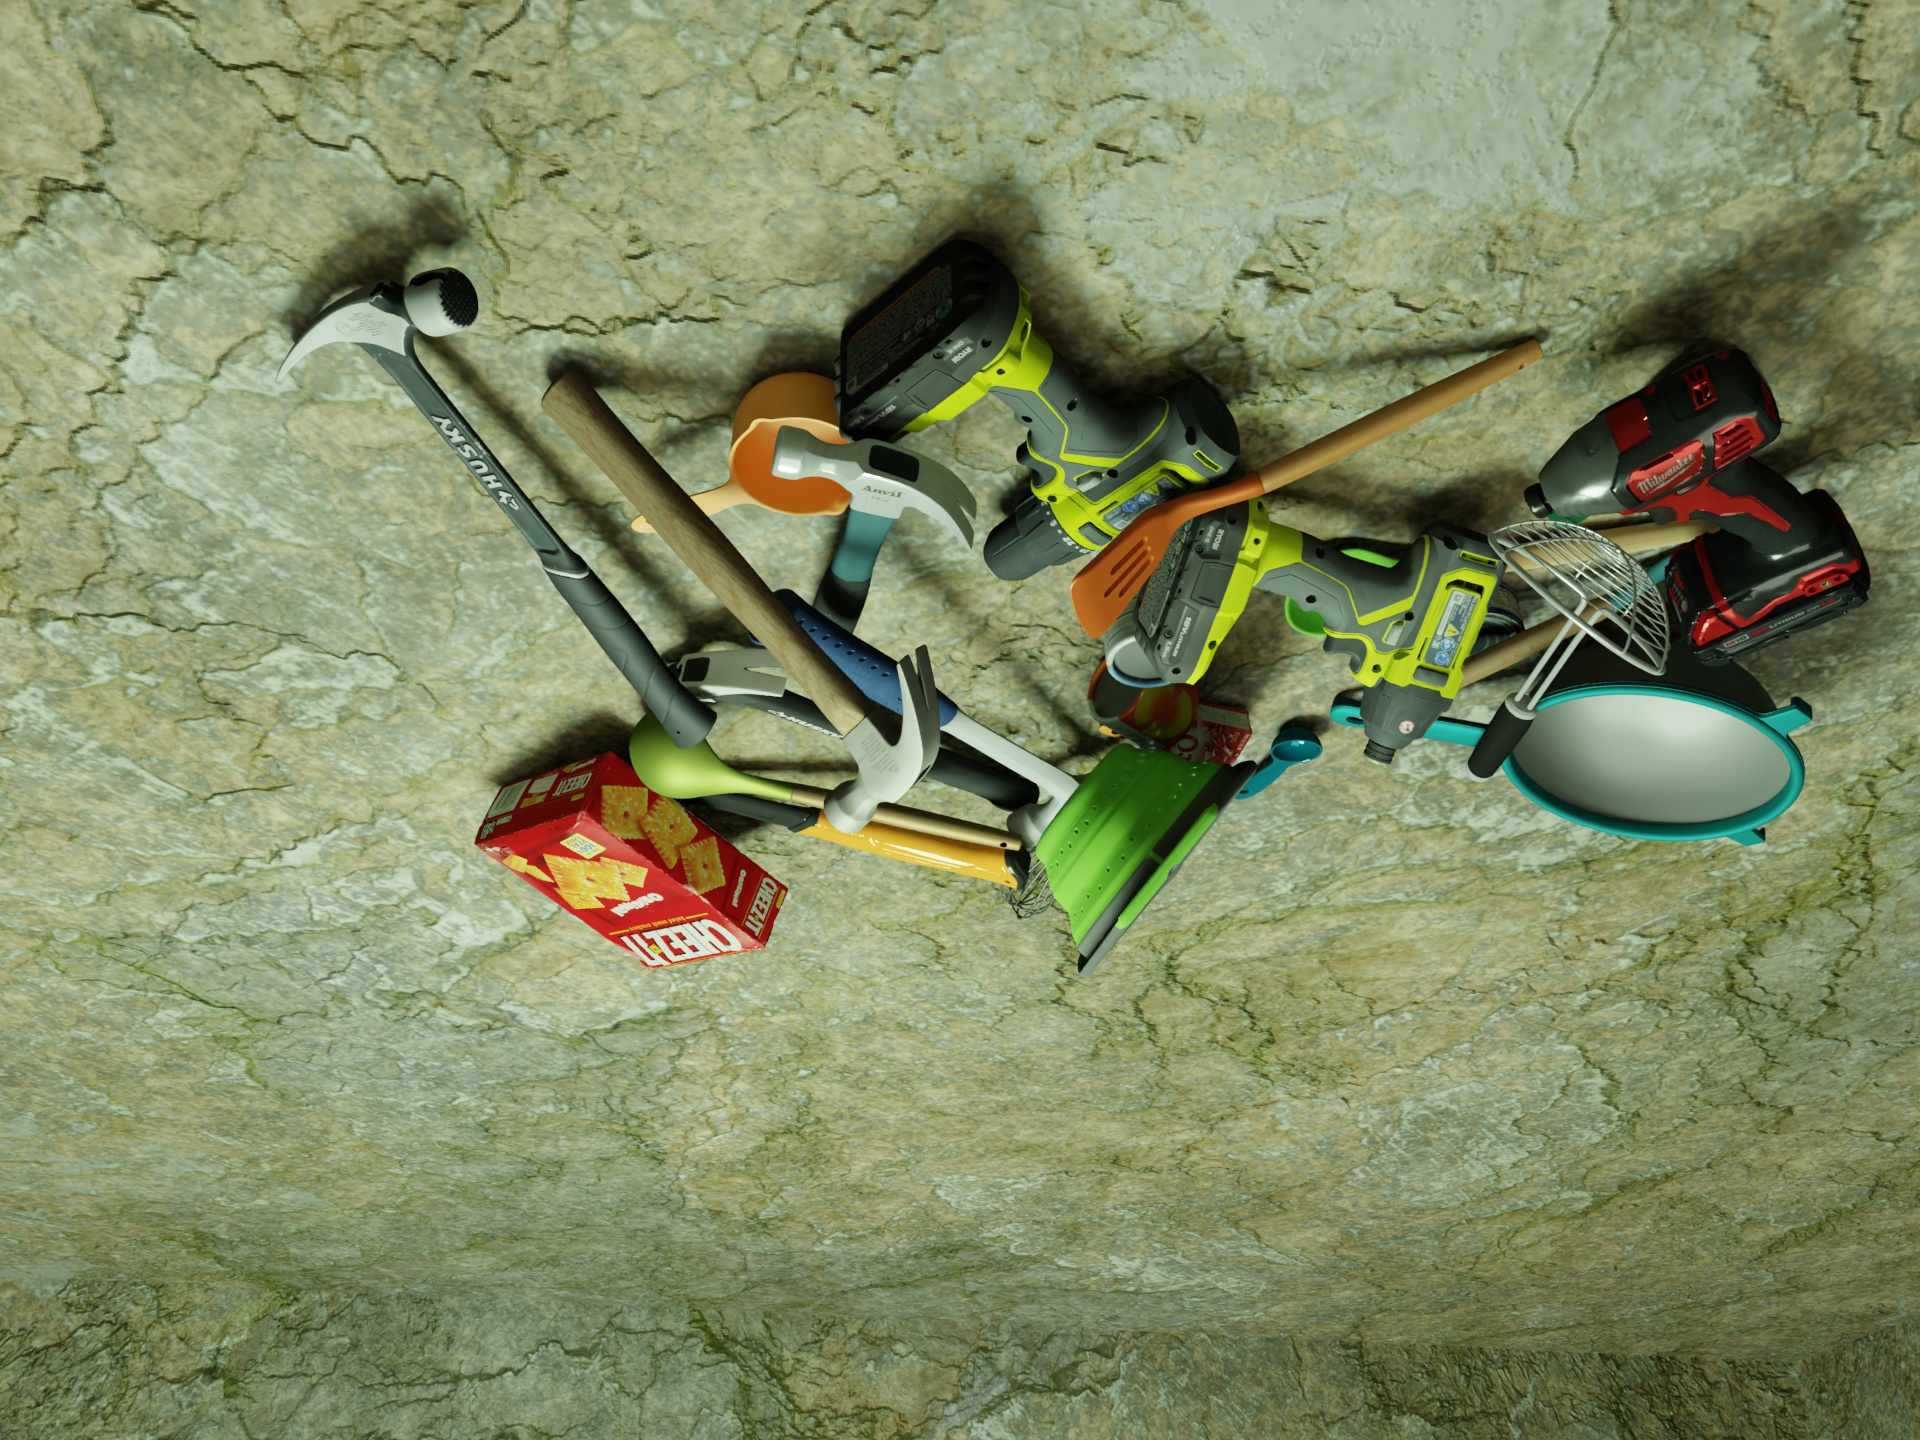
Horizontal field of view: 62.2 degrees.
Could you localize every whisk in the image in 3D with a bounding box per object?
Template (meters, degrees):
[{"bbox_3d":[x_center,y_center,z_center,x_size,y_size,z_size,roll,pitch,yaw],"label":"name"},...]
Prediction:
[{"bbox_3d":[0.096,0.104,1.412,0.055,0.055,0.238,13,138,-19],"label":"whisk"}]

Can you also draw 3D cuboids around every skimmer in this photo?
[{"bbox_3d":[0.371,-0.018,1.059,0.090,0.127,0.363,-40,160,-14],"label":"skimmer"}]

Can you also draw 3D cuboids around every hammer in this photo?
[{"bbox_3d":[-0.002,-0.004,1.167,0.144,0.035,0.405,-34,144,20],"label":"hammer"},{"bbox_3d":[-0.076,-0.096,1.055,0.128,0.033,0.331,11,160,-9],"label":"hammer"},{"bbox_3d":[-0.137,-0.085,0.979,0.331,0.031,0.130,48,128,-1],"label":"hammer"},{"bbox_3d":[-0.066,0.013,1.258,0.334,0.035,0.146,22,162,-35],"label":"hammer"},{"bbox_3d":[-0.107,0.093,1.334,0.337,0.034,0.127,12,145,6],"label":"hammer"},{"bbox_3d":[-0.275,-0.114,1.042,0.149,0.036,0.408,-4,139,25],"label":"hammer"}]

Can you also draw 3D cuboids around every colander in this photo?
[{"bbox_3d":[0.134,0.094,1.270,0.094,0.204,0.397,39,180,10],"label":"colander"}]

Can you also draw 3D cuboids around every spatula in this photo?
[{"bbox_3d":[0.443,-0.063,1.131,0.317,0.044,0.082,-26,153,6],"label":"spatula"},{"bbox_3d":[0.209,-0.149,0.972,0.322,0.041,0.081,-26,153,4],"label":"spatula"}]

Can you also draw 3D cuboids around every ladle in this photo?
[{"bbox_3d":[-0.106,0.054,1.265,0.320,0.062,0.078,13,128,-5],"label":"ladle"}]

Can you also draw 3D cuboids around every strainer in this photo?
[{"bbox_3d":[0.464,-0.010,1.228,0.340,0.095,0.210,10,150,22],"label":"strainer"}]

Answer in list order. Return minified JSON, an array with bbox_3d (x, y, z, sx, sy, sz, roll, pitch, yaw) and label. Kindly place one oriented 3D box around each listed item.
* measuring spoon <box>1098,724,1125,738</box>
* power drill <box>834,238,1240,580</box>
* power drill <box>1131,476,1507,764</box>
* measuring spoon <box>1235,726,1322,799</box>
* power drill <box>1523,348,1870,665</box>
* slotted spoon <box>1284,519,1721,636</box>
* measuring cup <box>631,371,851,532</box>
[{"bbox_3d":[0.169,0.017,1.312,0.117,0.011,0.021,9,144,-14],"label":"measuring spoon"},{"bbox_3d":[0.033,-0.175,0.982,0.190,0.080,0.228,-30,138,35],"label":"power drill"},{"bbox_3d":[0.239,-0.067,1.078,0.223,0.080,0.171,14,109,-11],"label":"power drill"},{"bbox_3d":[0.262,0.035,1.341,0.042,0.021,0.128,11,153,-15],"label":"measuring spoon"},{"bbox_3d":[0.455,-0.126,0.981,0.143,0.079,0.219,-29,136,34],"label":"power drill"},{"bbox_3d":[0.384,-0.112,1.117,0.314,0.031,0.070,-9,127,9],"label":"slotted spoon"},{"bbox_3d":[-0.137,-0.165,1.014,0.173,0.052,0.095,-16,142,24],"label":"measuring cup"}]
